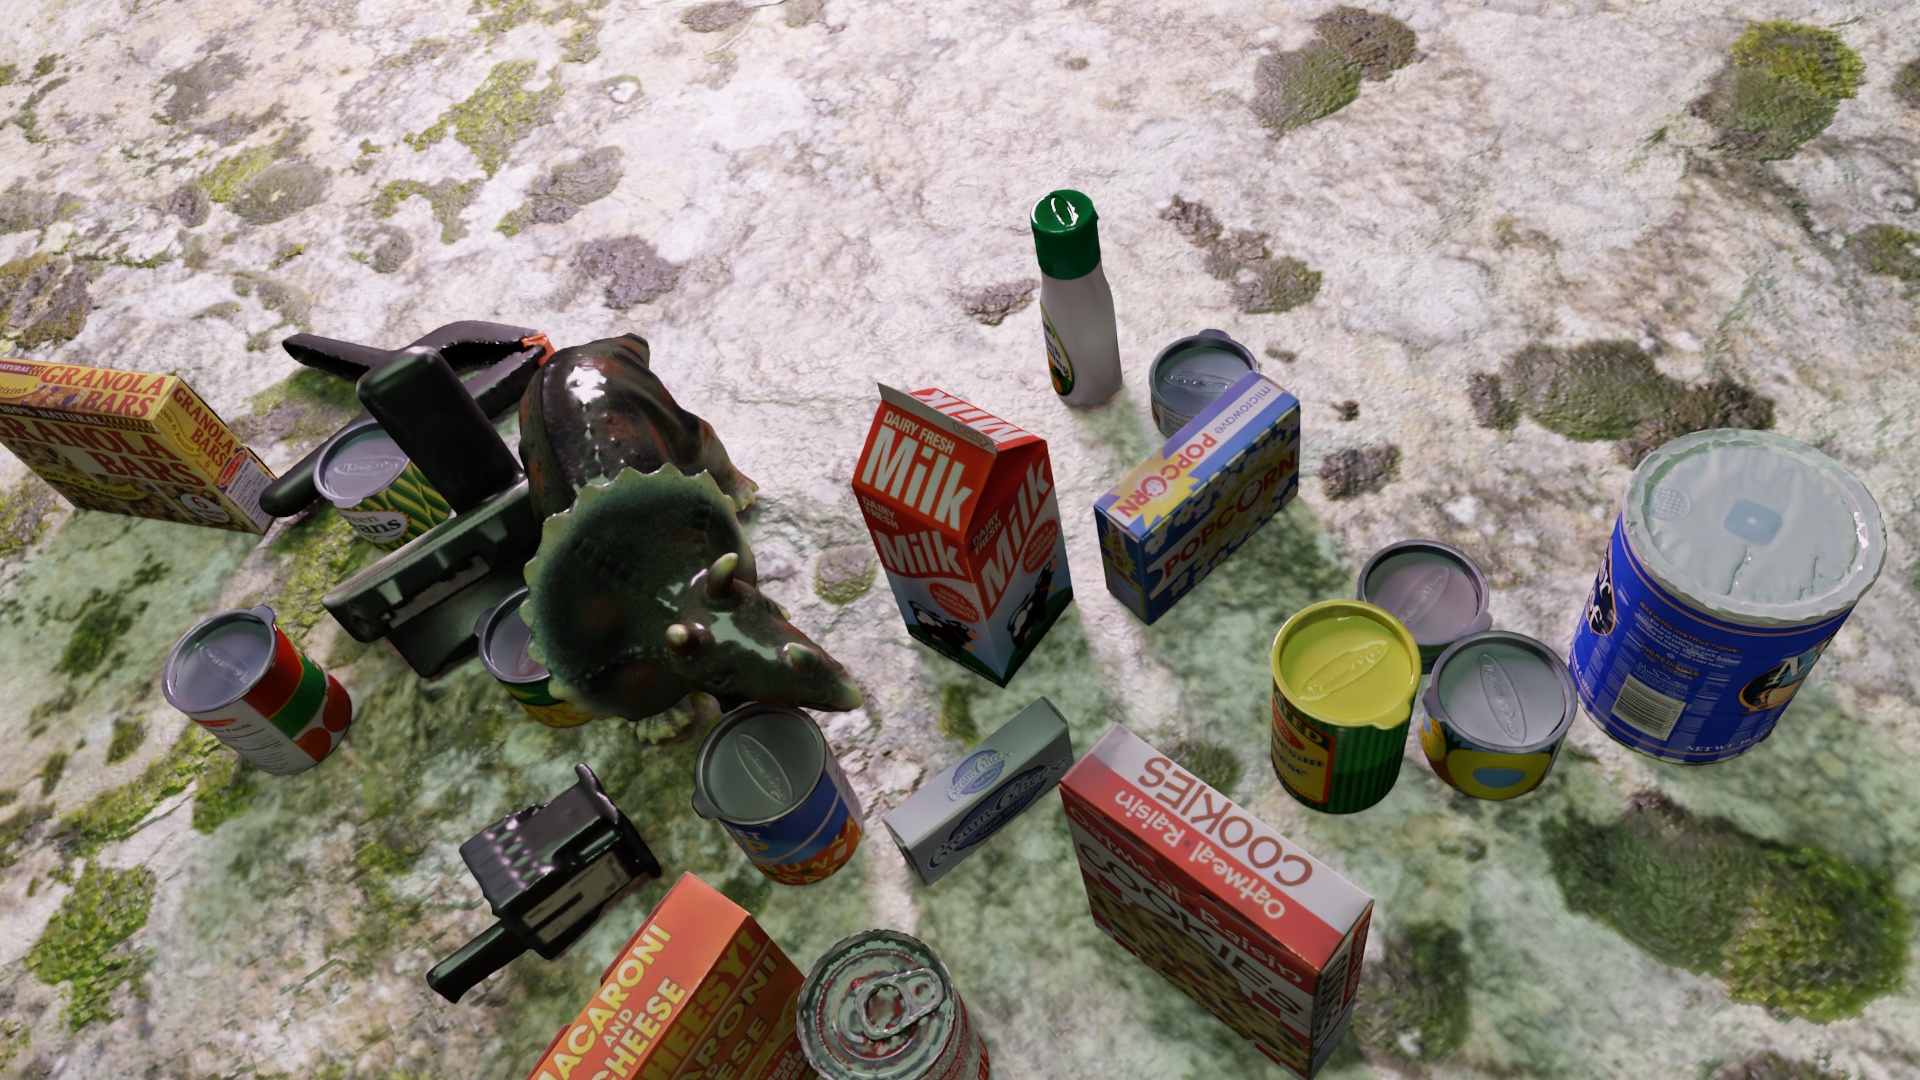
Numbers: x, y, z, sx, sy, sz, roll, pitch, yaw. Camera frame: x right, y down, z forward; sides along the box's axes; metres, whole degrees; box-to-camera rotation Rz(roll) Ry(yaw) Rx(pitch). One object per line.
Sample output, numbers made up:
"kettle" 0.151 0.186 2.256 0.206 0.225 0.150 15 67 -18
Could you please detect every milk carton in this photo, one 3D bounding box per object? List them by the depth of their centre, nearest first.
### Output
"milk carton" 0.003 -0.009 0.721 0.072 0.189 0.074 27 65 27

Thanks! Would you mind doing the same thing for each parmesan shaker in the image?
"parmesan shaker" 0.185 0.085 0.671 0.071 0.102 0.071 -6 55 8

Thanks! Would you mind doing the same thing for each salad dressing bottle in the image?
"salad dressing bottle" 0.068 -0.142 0.828 0.044 0.147 0.064 -19 54 -2

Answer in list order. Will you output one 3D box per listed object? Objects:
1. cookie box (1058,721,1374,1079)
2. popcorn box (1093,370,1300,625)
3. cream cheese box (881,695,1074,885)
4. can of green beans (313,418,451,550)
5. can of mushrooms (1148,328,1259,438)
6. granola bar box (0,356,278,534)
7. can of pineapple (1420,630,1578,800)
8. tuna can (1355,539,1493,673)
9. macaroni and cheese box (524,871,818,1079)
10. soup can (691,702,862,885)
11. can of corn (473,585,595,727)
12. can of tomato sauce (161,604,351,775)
"cookie box" 0.108 0.160 0.594 0.123 0.166 0.040 32 67 29
"popcorn box" 0.133 -0.024 0.769 0.127 0.084 0.038 -40 57 -16
"cream cheese box" 0.012 0.128 0.707 0.104 0.053 0.024 -36 56 -14
"can of green beans" -0.371 -0.036 0.897 0.071 0.057 0.071 -5 55 8
"can of mushrooms" 0.149 -0.093 0.847 0.071 0.033 0.071 -5 55 8
"granola bar box" -0.548 -0.063 0.911 0.165 0.123 0.039 7 58 16
"can of pineapple" 0.261 0.086 0.683 0.071 0.057 0.071 -5 55 8
"tuna can" 0.246 0.036 0.737 0.071 0.032 0.071 -5 55 8
"macaroni and cheese box" -0.117 0.229 0.592 0.040 0.165 0.124 24 64 25
"soup can" -0.093 0.132 0.707 0.071 0.083 0.072 -5 55 8
"can of corn" -0.235 0.066 0.798 0.071 0.058 0.071 -5 55 8
"can of tomato sauce" -0.402 0.087 0.802 0.071 0.082 0.071 -5 55 8
